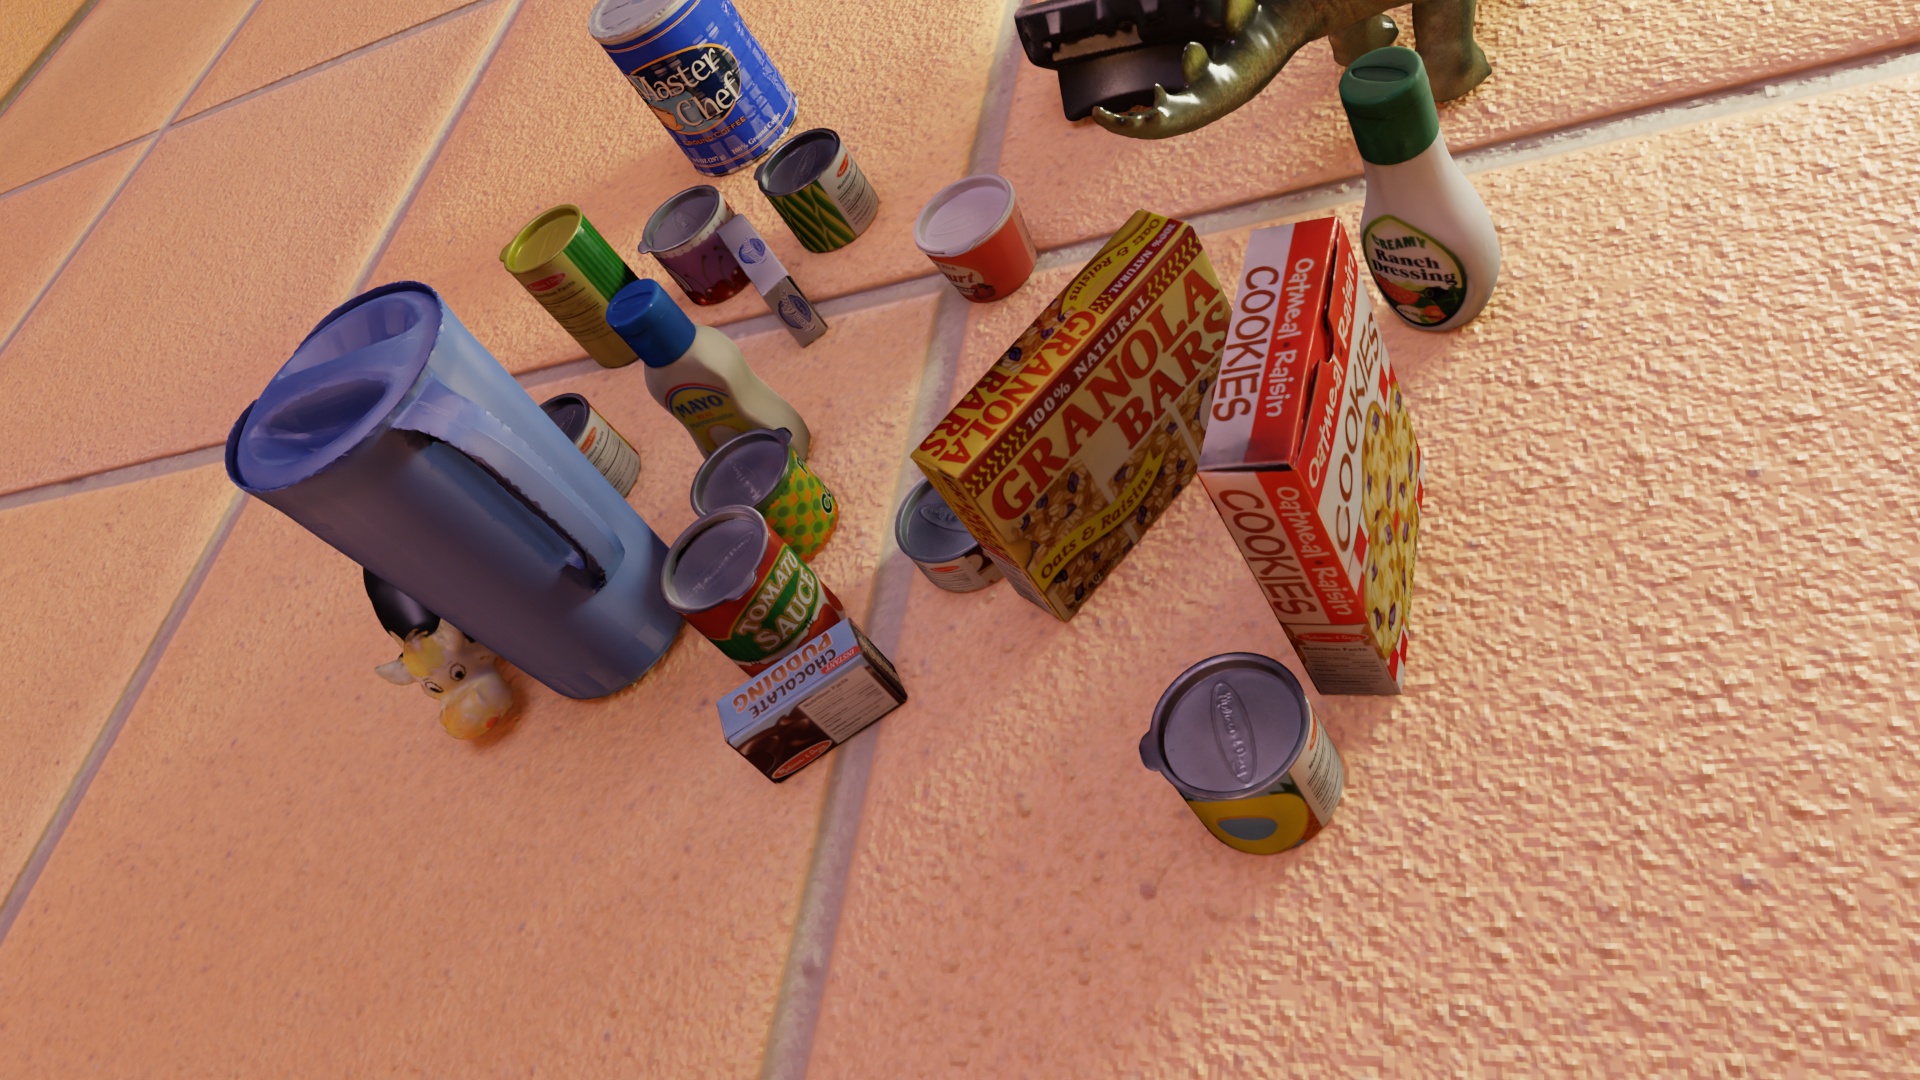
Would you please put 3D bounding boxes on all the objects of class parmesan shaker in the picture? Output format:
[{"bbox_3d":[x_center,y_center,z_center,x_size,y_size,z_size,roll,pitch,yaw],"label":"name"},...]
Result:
[{"bbox_3d":[-0.270,-0.181,0.998,0.071,0.102,0.072,-17,48,20],"label":"parmesan shaker"}]

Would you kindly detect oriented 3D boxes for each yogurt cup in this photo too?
[{"bbox_3d":[0.012,-0.185,0.862,0.072,0.053,0.073,-17,48,20],"label":"yogurt cup"}]

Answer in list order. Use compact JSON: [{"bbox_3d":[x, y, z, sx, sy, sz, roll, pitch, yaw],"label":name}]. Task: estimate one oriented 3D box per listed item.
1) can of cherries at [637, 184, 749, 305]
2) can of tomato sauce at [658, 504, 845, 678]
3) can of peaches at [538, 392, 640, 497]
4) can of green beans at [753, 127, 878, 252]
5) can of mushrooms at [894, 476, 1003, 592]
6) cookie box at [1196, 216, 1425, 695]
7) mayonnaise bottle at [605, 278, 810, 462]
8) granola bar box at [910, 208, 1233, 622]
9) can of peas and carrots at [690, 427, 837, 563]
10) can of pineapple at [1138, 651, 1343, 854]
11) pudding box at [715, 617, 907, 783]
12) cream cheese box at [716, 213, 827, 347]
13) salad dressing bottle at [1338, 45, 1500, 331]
[{"bbox_3d":[-0.188,-0.212,1.004,0.071,0.058,0.072,-17,48,20],"label":"can of cherries"},{"bbox_3d":[-0.108,0.032,0.742,0.071,0.083,0.071,-17,48,20],"label":"can of tomato sauce"},{"bbox_3d":[-0.257,-0.055,0.922,0.071,0.058,0.071,-17,48,20],"label":"can of peaches"},{"bbox_3d":[-0.099,-0.246,0.977,0.071,0.057,0.071,-17,48,20],"label":"can of green beans"},{"bbox_3d":[0.003,-0.009,0.741,0.071,0.033,0.071,-17,48,20],"label":"can of mushrooms"},{"bbox_3d":[0.152,-0.030,0.570,0.040,0.167,0.123,-3,55,31],"label":"cookie box"},{"bbox_3d":[-0.151,-0.091,0.821,0.064,0.147,0.041,-14,50,23],"label":"mayonnaise bottle"},{"bbox_3d":[0.069,-0.058,0.675,0.166,0.124,0.039,-48,45,-10],"label":"granola bar box"},{"bbox_3d":[-0.111,-0.024,0.805,0.071,0.058,0.071,-17,48,20],"label":"can of peas and carrots"},{"bbox_3d":[0.117,0.089,0.574,0.071,0.057,0.071,-17,48,20],"label":"can of pineapple"},{"bbox_3d":[-0.076,0.082,0.705,0.083,0.049,0.030,-34,45,4],"label":"pudding box"},{"bbox_3d":[-0.128,-0.177,0.943,0.024,0.053,0.104,-37,45,1],"label":"cream cheese box"},{"bbox_3d":[0.213,-0.162,0.652,0.064,0.147,0.044,23,70,42],"label":"salad dressing bottle"}]
